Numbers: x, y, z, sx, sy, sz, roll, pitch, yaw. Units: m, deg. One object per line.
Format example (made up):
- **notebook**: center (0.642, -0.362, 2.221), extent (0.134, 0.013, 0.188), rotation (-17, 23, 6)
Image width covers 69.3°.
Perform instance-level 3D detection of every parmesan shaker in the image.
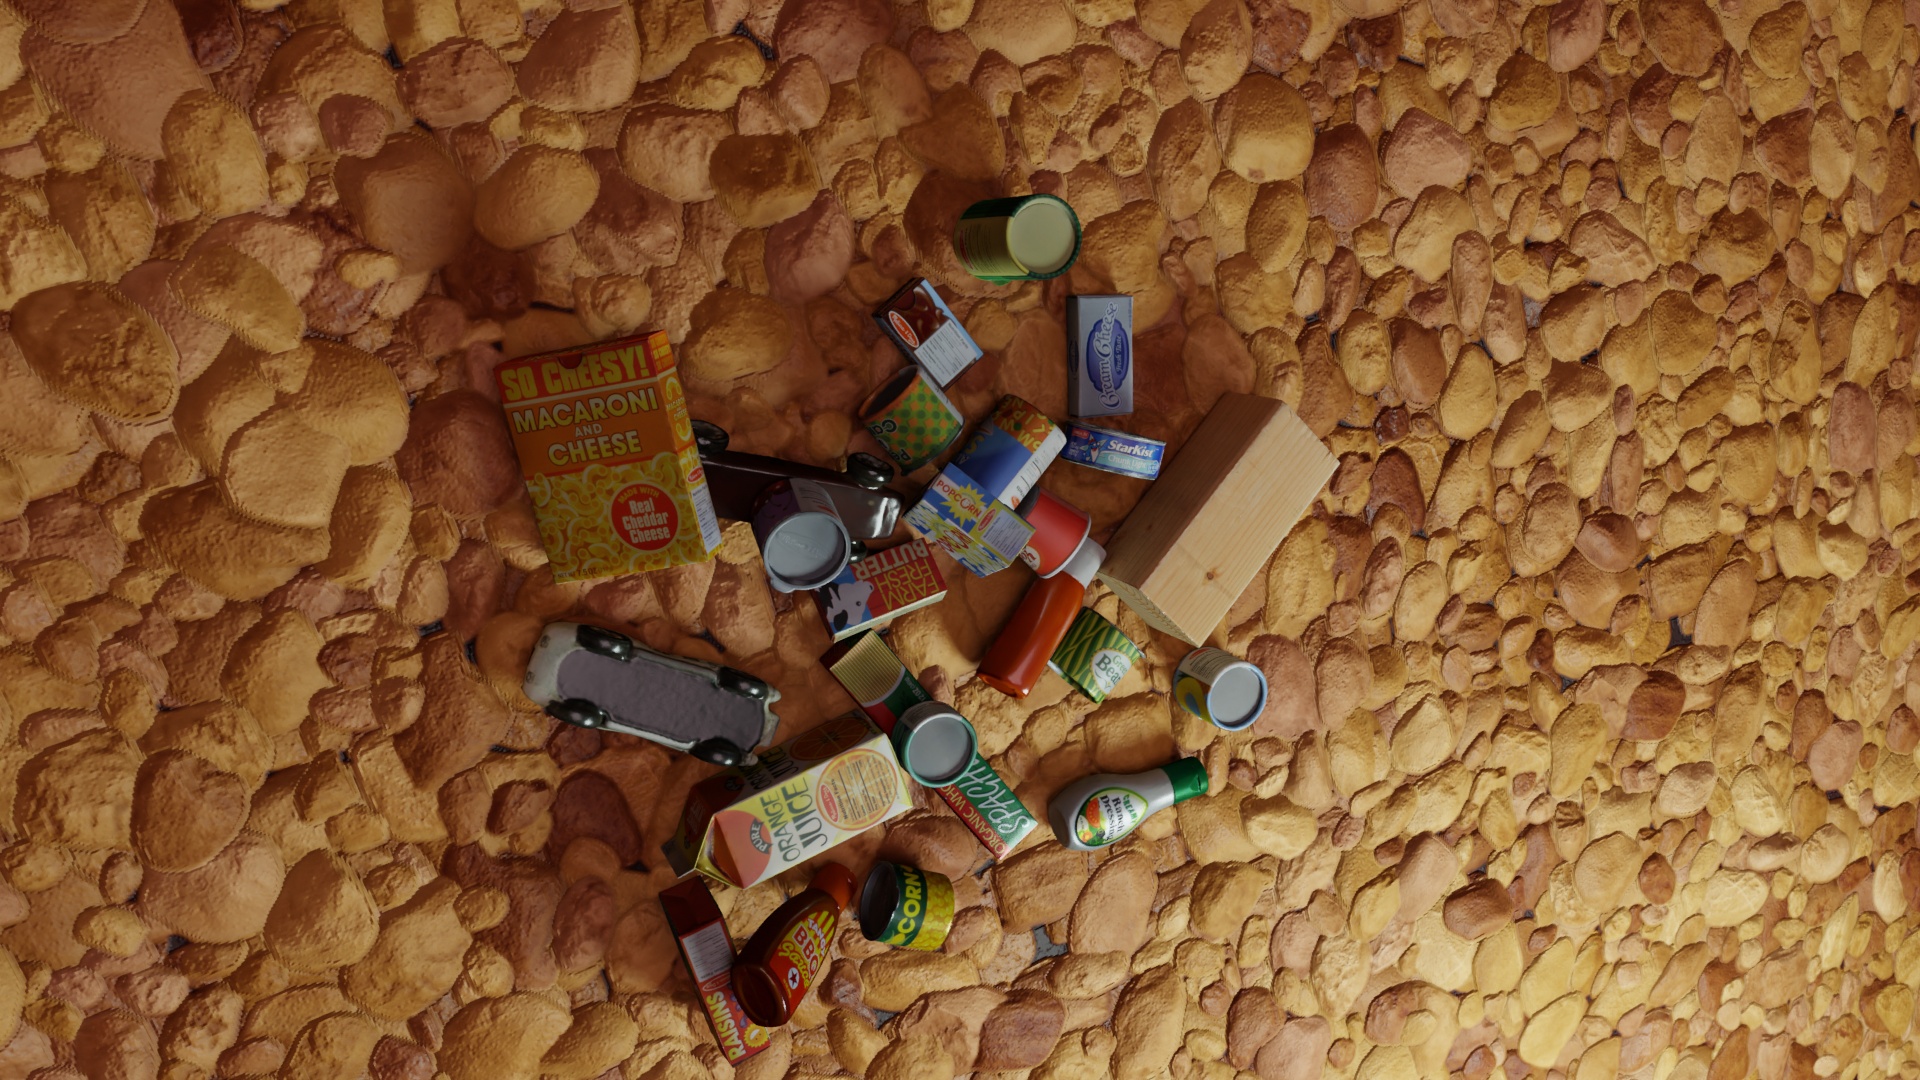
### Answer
- **parmesan shaker**: center (0.046, -0.236, 1.097), extent (0.071, 0.103, 0.071), rotation (-4, 102, -22)

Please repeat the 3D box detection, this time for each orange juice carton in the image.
- **orange juice carton**: center (-0.145, 0.214, 1.114), extent (0.193, 0.072, 0.072), rotation (-24, 108, -18)

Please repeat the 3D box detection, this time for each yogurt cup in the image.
- **yogurt cup**: center (0.069, -0.010, 1.170), extent (0.054, 0.072, 0.072), rotation (37, 84, -16)

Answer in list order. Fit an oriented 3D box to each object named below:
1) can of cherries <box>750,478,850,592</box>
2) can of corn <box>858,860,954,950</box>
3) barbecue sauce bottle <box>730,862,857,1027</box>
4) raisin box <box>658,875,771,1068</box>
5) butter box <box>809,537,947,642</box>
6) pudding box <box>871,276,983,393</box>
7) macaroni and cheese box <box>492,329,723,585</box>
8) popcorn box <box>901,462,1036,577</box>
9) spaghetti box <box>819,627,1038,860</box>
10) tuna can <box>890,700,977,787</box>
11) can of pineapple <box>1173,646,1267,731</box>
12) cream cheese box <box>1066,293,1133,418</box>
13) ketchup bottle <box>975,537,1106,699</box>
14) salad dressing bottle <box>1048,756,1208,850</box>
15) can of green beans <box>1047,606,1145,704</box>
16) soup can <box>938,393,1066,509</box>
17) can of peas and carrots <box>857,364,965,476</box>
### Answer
- **can of cherries**: center (-0.123, -0.004, 1.041), extent (0.071, 0.058, 0.071), rotation (-9, 122, -15)
- **can of corn**: center (-0.044, 0.309, 1.175), extent (0.058, 0.071, 0.071), rotation (19, 92, -26)
- **barbecue sauce bottle**: center (-0.128, 0.315, 1.108), extent (0.043, 0.149, 0.064), rotation (-9, 109, 25)
- **raisin box**: center (-0.197, 0.342, 1.108), extent (0.040, 0.086, 0.123), rotation (-23, 108, -19)
- **butter box**: center (-0.067, 0.039, 1.130), extent (0.104, 0.024, 0.053), rotation (-21, 76, -18)
- **pudding box**: center (-0.026, -0.166, 1.119), extent (0.050, 0.030, 0.083), rotation (-44, 113, -9)
- **macaroni and cheese box**: center (-0.253, -0.059, 1.005), extent (0.124, 0.040, 0.166), rotation (-9, 105, 13)
- **popcorn box**: center (0.004, -0.014, 1.095), extent (0.085, 0.126, 0.038), rotation (38, 79, -4)
- **spaghetti box**: center (-0.023, 0.174, 1.182), extent (0.050, 0.029, 0.249), rotation (-43, 112, -10)
- **tuna can**: center (-0.021, 0.171, 1.147), extent (0.071, 0.033, 0.071), rotation (-4, 101, -21)
- **can of pineapple**: center (0.238, 0.137, 1.270), extent (0.071, 0.058, 0.071), rotation (-4, 101, -22)
- **cream cheese box**: center (0.119, -0.158, 1.185), extent (0.053, 0.024, 0.103), rotation (-6, 102, -22)
- **ketchup bottle**: center (0.072, 0.063, 1.187), extent (0.043, 0.064, 0.149), rotation (38, 76, -18)
- **salad dressing bottle**: center (0.154, 0.235, 1.260), extent (0.148, 0.044, 0.064), rotation (-16, 104, -20)
- **can of green beans**: center (0.114, 0.100, 1.206), extent (0.058, 0.071, 0.071), rotation (-49, 114, -8)
- **soup can**: center (0.035, -0.071, 1.144), extent (0.071, 0.071, 0.084), rotation (41, 82, -24)
- **can of peas and carrots**: center (-0.041, -0.096, 1.105), extent (0.071, 0.071, 0.058), rotation (-45, 112, -9)
